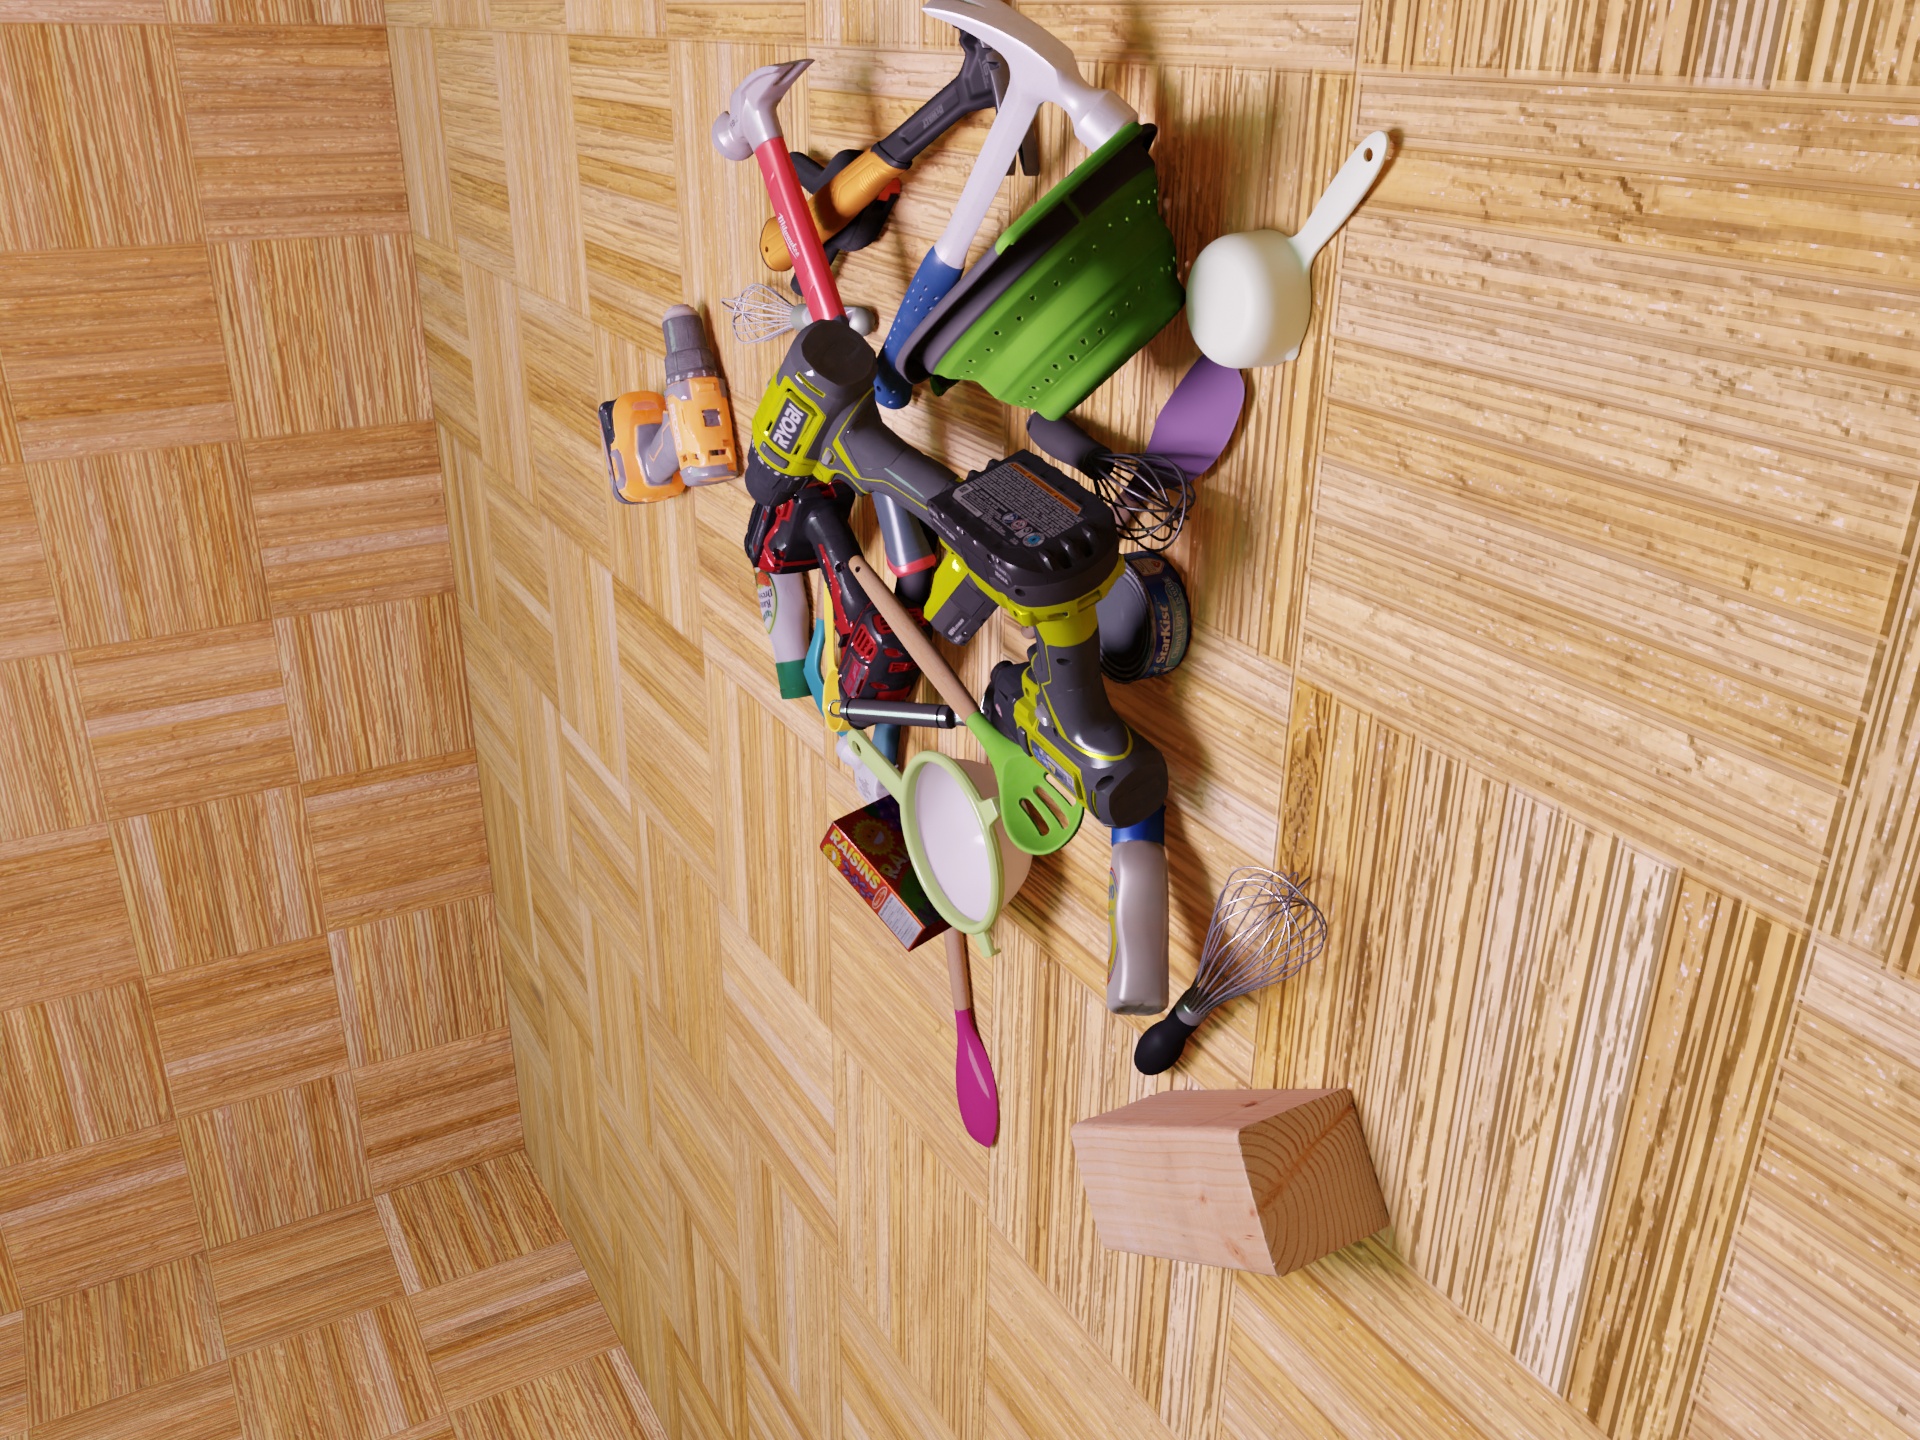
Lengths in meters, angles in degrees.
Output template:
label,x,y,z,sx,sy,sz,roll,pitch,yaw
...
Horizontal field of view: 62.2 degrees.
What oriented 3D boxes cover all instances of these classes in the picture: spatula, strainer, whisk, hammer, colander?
label,x,y,z,sx,sy,sz,roll,pitch,yaw
spatula,0.106,-0.135,1.059,0.315,0.018,0.060,-51,52,55
strainer,-0.011,0.066,1.307,0.257,0.069,0.151,43,140,48
whisk,-0.145,-0.359,1.413,0.246,0.059,0.058,23,94,53
hammer,-0.008,-0.336,1.109,0.144,0.035,0.405,43,156,0
hammer,-0.053,-0.055,1.376,0.128,0.033,0.330,53,144,40
whisk,0.089,-0.163,1.025,0.239,0.055,0.055,-127,34,-60
whisk,0.164,0.174,1.044,0.070,0.070,0.284,63,154,25
spatula,-0.116,-0.122,1.481,0.082,0.044,0.317,41,131,49
strainer,-0.002,-0.004,1.220,0.258,0.050,0.087,5,99,35
colander,0.050,-0.243,1.024,0.094,0.204,0.397,48,170,-5
hammer,-0.090,-0.299,1.216,0.143,0.038,0.386,-5,106,63
hammer,-0.061,-0.405,1.193,0.337,0.034,0.127,-14,91,55

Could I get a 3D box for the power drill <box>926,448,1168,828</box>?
label,x,y,z,sx,sy,sz,roll,pitch,yaw
power drill,0.053,-0.053,1.029,0.171,0.080,0.223,44,158,45

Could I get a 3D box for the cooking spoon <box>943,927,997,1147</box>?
label,x,y,z,sx,sy,sz,roll,pitch,yaw
cooking spoon,-0.002,0.231,1.415,0.069,0.017,0.318,13,113,58

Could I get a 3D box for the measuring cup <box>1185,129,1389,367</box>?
label,x,y,z,sx,sy,sz,roll,pitch,yaw
measuring cup,0.173,-0.255,0.858,0.083,0.038,0.167,68,153,17

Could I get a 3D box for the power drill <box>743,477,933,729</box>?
label,x,y,z,sx,sy,sz,roll,pitch,yaw
power drill,-0.101,-0.103,1.337,0.220,0.078,0.143,61,149,26

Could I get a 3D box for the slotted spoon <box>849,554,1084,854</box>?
label,x,y,z,sx,sy,sz,roll,pitch,yaw
slotted spoon,-0.002,-0.021,1.181,0.070,0.031,0.314,-47,58,16

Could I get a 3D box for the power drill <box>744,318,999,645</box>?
label,x,y,z,sx,sy,sz,roll,pitch,yaw
power drill,-0.055,-0.163,1.161,0.228,0.080,0.190,39,148,-2

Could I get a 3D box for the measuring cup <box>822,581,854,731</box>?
label,x,y,z,sx,sy,sz,roll,pitch,yaw
measuring cup,-0.103,-0.066,1.419,0.062,0.029,0.157,148,120,-62

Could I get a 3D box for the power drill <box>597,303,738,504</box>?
label,x,y,z,sx,sy,sz,roll,pitch,yaw
power drill,-0.316,-0.332,1.711,0.226,0.084,0.185,-5,96,58
